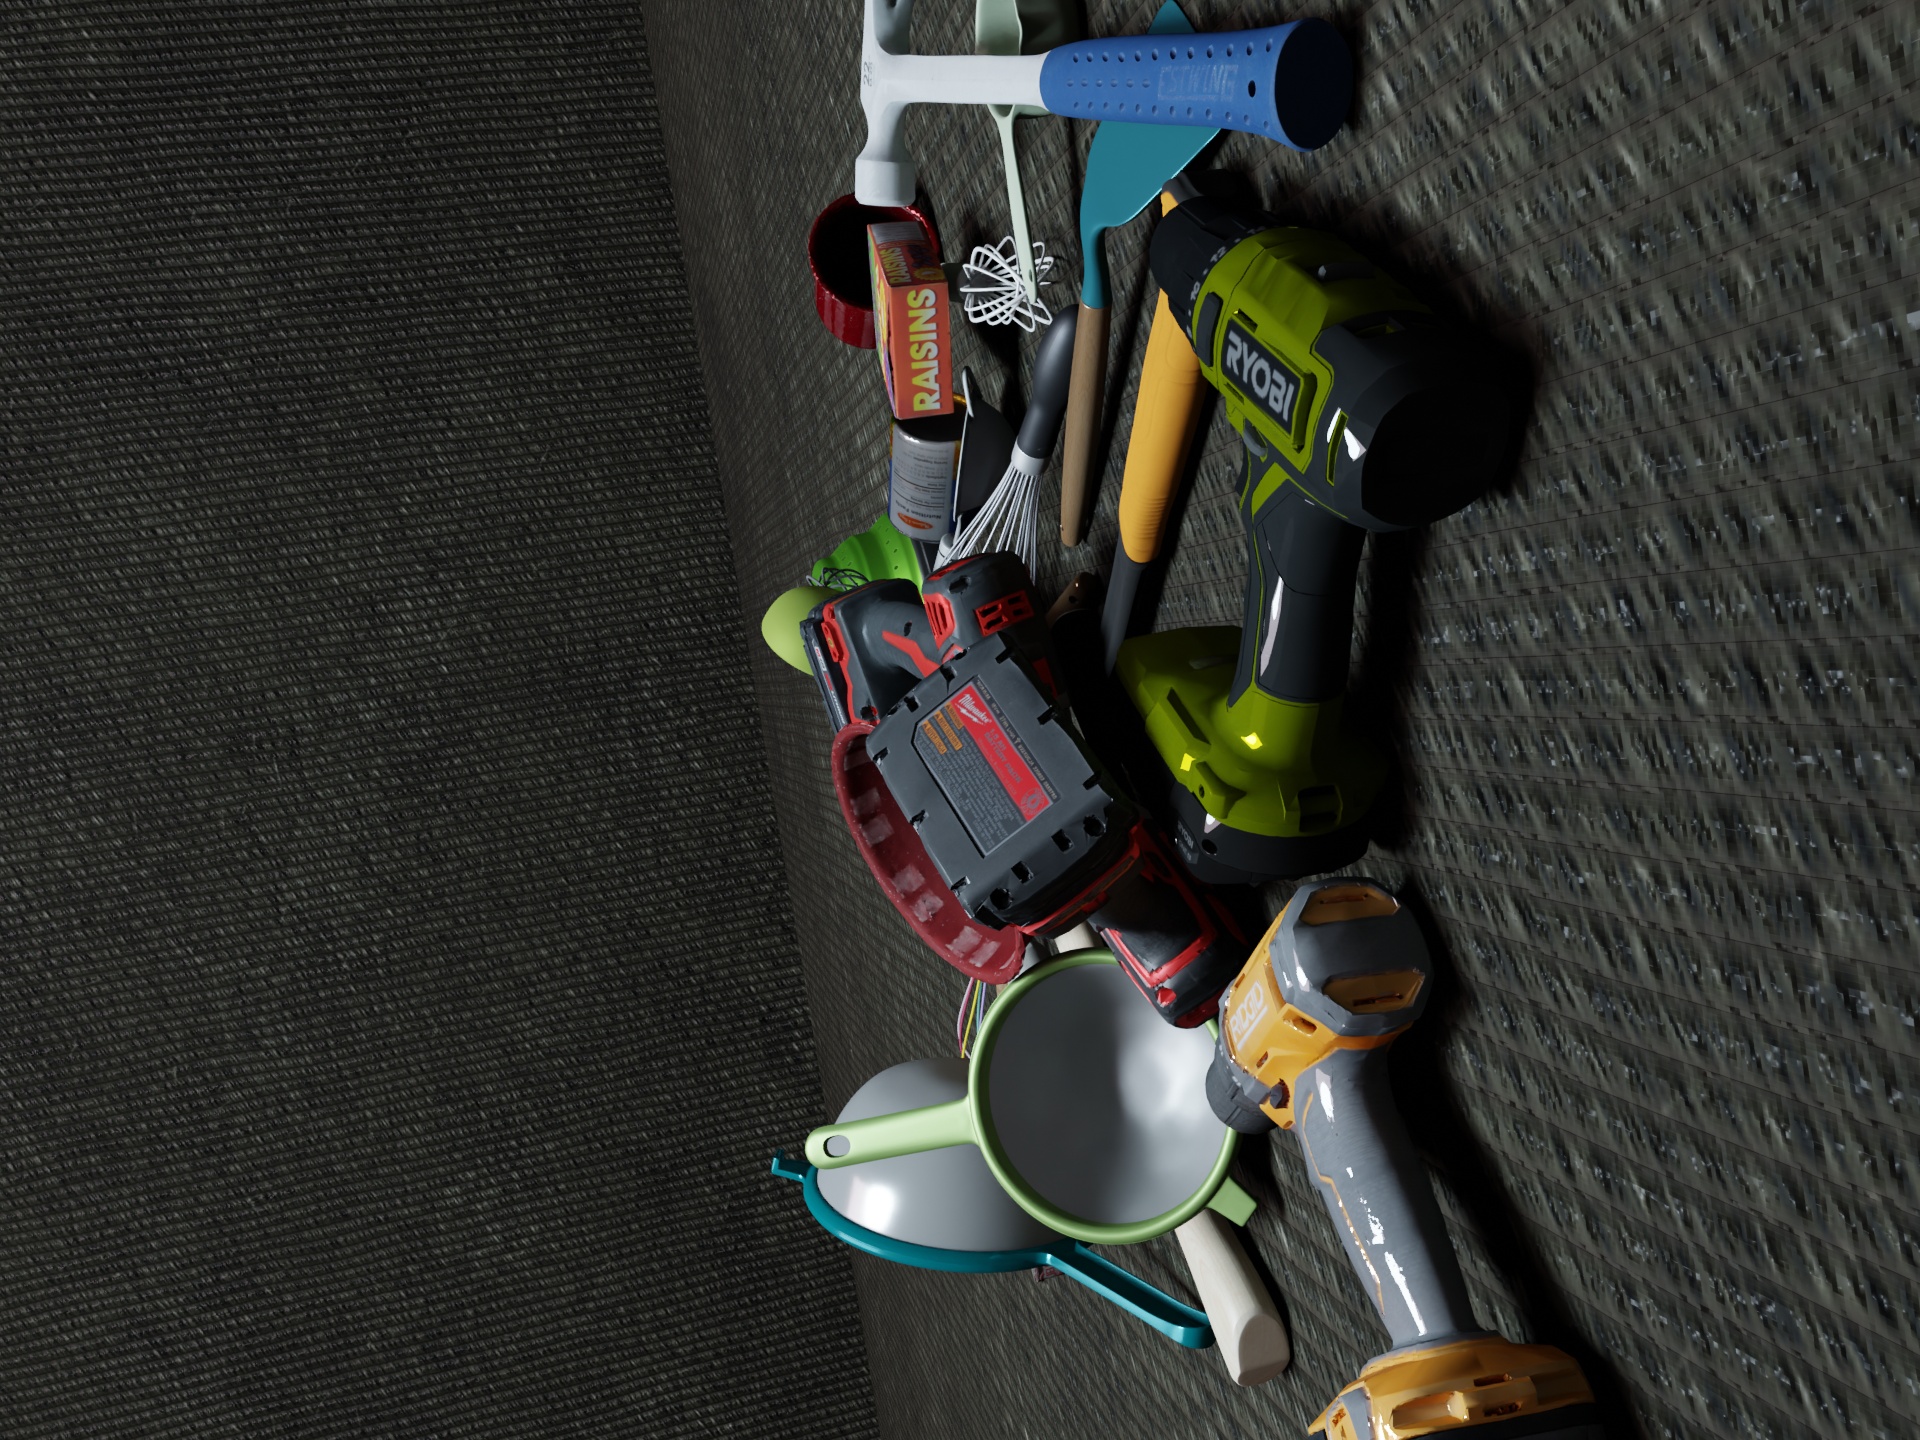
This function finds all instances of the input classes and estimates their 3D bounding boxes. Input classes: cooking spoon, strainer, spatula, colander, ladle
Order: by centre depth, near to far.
[{"bbox_3d":[0.076,-0.190,0.788,0.317,0.044,0.082,92,165,-58],"label":"spatula"},{"bbox_3d":[0.038,0.210,0.868,0.069,0.256,0.151,11,-116,-64],"label":"strainer"},{"bbox_3d":[0.023,-0.010,1.035,0.069,0.017,0.318,36,147,1],"label":"cooking spoon"},{"bbox_3d":[0.040,0.294,1.036,0.340,0.211,0.095,13,101,51],"label":"strainer"},{"bbox_3d":[-0.001,-0.122,1.056,0.258,0.050,0.087,107,177,-46],"label":"strainer"},{"bbox_3d":[-0.038,0.046,1.101,0.320,0.062,0.078,62,-156,-21],"label":"ladle"},{"bbox_3d":[-0.051,-0.080,1.256,0.397,0.094,0.204,-161,62,-76],"label":"colander"}]

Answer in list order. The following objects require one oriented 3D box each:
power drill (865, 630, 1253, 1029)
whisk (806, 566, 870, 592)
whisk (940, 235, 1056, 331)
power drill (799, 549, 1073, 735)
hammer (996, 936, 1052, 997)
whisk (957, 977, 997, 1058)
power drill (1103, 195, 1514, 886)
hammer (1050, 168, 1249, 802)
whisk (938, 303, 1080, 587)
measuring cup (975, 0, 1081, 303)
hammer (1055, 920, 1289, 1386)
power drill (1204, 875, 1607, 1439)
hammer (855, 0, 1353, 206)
[{"bbox_3d":[0.054,0.054,0.729,0.143,0.078,0.219,57,-170,35],"label":"power drill"},{"bbox_3d":[-0.041,-0.025,1.171,0.238,0.055,0.055,53,-174,-36],"label":"whisk"},{"bbox_3d":[0.012,-0.264,0.965,0.059,0.058,0.246,42,-176,-19],"label":"whisk"},{"bbox_3d":[-0.001,-0.003,0.939,0.227,0.080,0.188,6,117,64],"label":"power drill"},{"bbox_3d":[0.036,0.181,1.082,0.331,0.031,0.130,80,169,-58],"label":"hammer"},{"bbox_3d":[0.022,0.189,1.263,0.051,0.047,0.244,-120,27,-60],"label":"whisk"},{"bbox_3d":[0.112,-0.071,0.601,0.191,0.080,0.228,-117,24,-50],"label":"power drill"},{"bbox_3d":[0.091,-0.103,0.759,0.336,0.034,0.127,96,160,-50],"label":"hammer"},{"bbox_3d":[0.036,-0.136,0.938,0.284,0.070,0.070,110,148,-55],"label":"whisk"},{"bbox_3d":[0.041,-0.303,0.821,0.083,0.038,0.167,-138,38,-70],"label":"measuring cup"},{"bbox_3d":[0.097,0.201,0.960,0.146,0.038,0.411,91,163,-45],"label":"hammer"},{"bbox_3d":[0.153,0.197,0.623,0.185,0.084,0.226,101,160,-59],"label":"power drill"},{"bbox_3d":[0.037,-0.293,0.711,0.406,0.035,0.144,-140,48,-58],"label":"hammer"}]
